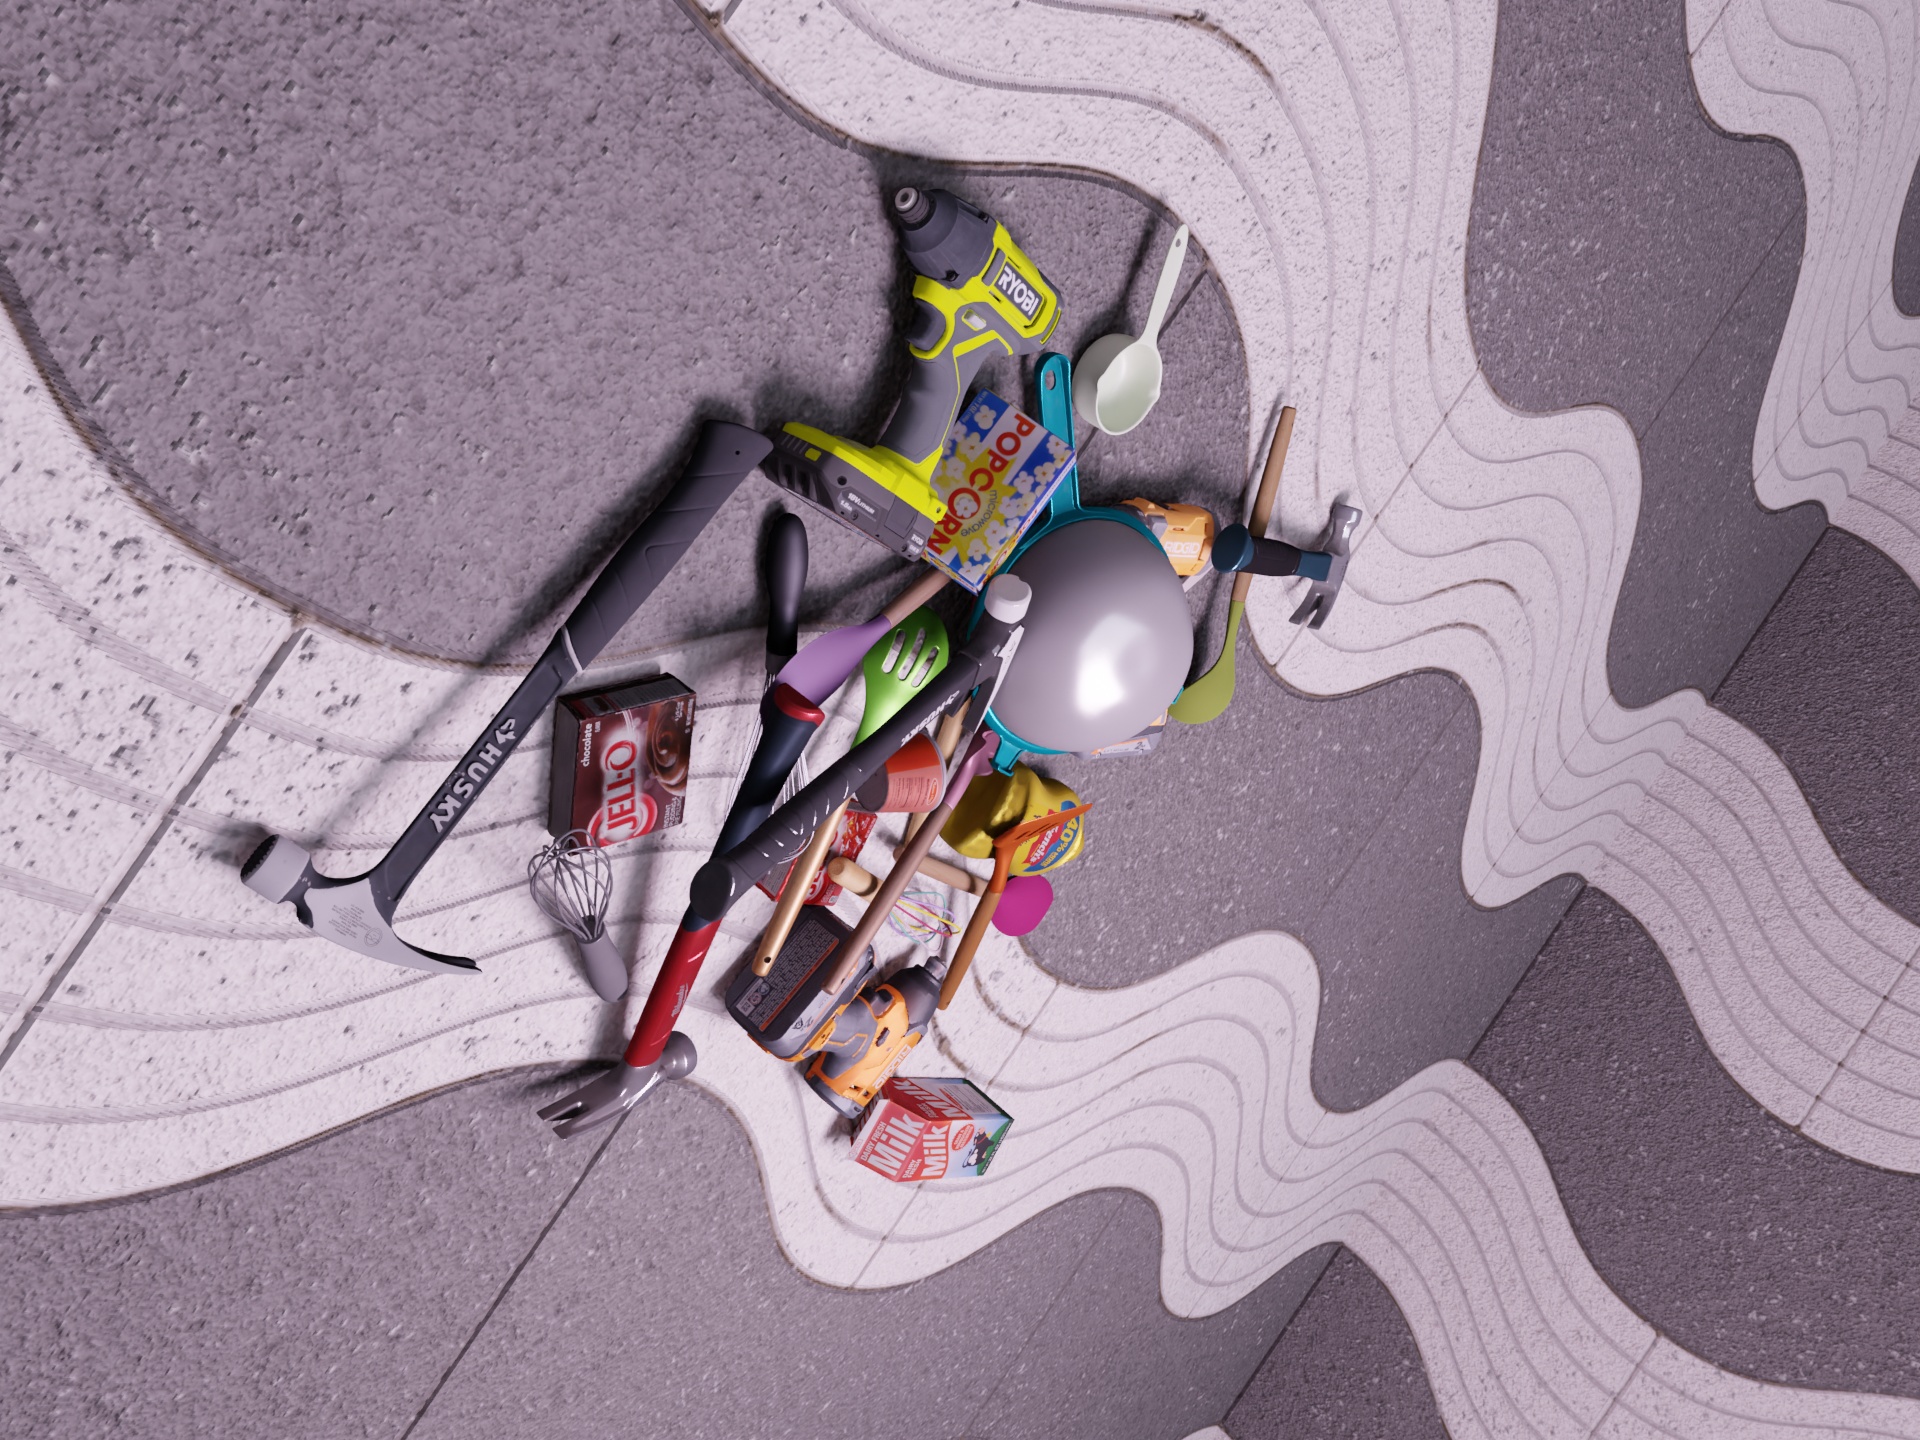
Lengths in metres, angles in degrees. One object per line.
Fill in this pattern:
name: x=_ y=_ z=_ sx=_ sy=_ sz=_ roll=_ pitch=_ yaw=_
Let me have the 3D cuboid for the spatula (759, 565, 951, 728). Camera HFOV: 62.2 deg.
spatula: x=-0.041 y=-0.089 z=1.183 sx=0.316 sy=0.018 sz=0.059 roll=-43 pitch=145 yaw=-34

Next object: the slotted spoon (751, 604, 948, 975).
slotted spoon: x=-0.090 y=0.054 z=1.228 sx=0.070 sy=0.031 sz=0.314 roll=25 pitch=91 yaw=-22

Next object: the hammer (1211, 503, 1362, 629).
hammer: x=0.309 y=-0.153 z=1.504 sx=0.331 sy=0.033 sz=0.128 roll=-4 pitch=110 yaw=-61

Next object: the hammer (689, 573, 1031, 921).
hammer: x=-0.067 y=0.030 z=1.125 sx=0.335 sy=0.035 sz=0.146 roll=-43 pitch=162 yaw=-36

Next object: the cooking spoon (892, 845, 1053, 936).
cooking spoon: x=0.017 y=0.155 z=1.472 sx=0.069 sy=0.017 sz=0.318 roll=-57 pitch=149 yaw=1

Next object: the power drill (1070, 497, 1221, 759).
power drill: x=0.128 y=-0.083 z=1.380 sx=0.185 sy=0.084 sz=0.226 roll=-3 pitch=115 yaw=-44

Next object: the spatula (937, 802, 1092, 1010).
spatula: x=0.029 y=0.172 z=1.428 sx=0.081 sy=0.041 sz=0.322 roll=-13 pitch=143 yaw=-32

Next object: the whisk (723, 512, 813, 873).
whisk: x=-0.132 y=-0.014 z=1.151 sx=0.070 sy=0.070 sz=0.284 roll=-18 pitch=126 yaw=-41

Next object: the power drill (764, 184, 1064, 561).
power drill: x=-0.033 y=-0.236 z=1.077 sx=0.171 sy=0.080 sz=0.223 roll=27 pitch=92 yaw=-55

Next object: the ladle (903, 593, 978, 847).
ladle: x=-0.002 y=-0.004 z=1.332 sx=0.069 sy=0.031 sz=0.315 roll=-9 pitch=126 yaw=-49

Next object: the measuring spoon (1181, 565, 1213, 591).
measuring spoon: x=0.214 y=-0.138 z=1.492 sx=0.124 sy=0.018 sz=0.034 roll=-42 pitch=150 yaw=-30

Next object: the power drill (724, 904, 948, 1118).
power drill: x=-0.094 y=0.242 z=1.374 sx=0.164 sy=0.084 sz=0.226 roll=-49 pitch=148 yaw=-11

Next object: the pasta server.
pasta server: x=-0.020 y=0.094 z=1.305 sx=0.316 sy=0.040 sz=0.060 roll=-57 pitch=155 yaw=-25

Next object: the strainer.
strainer: x=0.107 y=-0.114 z=1.241 sx=0.211 sy=0.095 sz=0.340 roll=-22 pitch=122 yaw=-25

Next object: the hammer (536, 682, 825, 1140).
hammer: x=-0.192 y=0.140 z=1.137 sx=0.143 sy=0.038 sz=0.386 roll=-21 pitch=143 yaw=-55

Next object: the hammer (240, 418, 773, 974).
hammer: x=-0.250 y=-0.025 z=0.988 sx=0.149 sy=0.036 sz=0.409 roll=42 pitch=78 yaw=-26

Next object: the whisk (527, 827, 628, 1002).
whisk: x=-0.257 y=0.143 z=1.105 sx=0.055 sy=0.055 sz=0.238 roll=-38 pitch=157 yaw=-23

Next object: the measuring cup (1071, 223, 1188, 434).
measuring cup: x=0.135 y=-0.309 z=1.245 sx=0.083 sy=0.038 sz=0.167 roll=-1 pitch=116 yaw=-49

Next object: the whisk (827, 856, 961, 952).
whisk: x=-0.053 y=0.154 z=1.353 sx=0.051 sy=0.047 sz=0.244 roll=-56 pitch=153 yaw=-6

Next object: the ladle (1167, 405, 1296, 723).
ladle: x=0.260 y=-0.144 z=1.514 sx=0.078 sy=0.062 sz=0.320 roll=-22 pitch=129 yaw=-58
